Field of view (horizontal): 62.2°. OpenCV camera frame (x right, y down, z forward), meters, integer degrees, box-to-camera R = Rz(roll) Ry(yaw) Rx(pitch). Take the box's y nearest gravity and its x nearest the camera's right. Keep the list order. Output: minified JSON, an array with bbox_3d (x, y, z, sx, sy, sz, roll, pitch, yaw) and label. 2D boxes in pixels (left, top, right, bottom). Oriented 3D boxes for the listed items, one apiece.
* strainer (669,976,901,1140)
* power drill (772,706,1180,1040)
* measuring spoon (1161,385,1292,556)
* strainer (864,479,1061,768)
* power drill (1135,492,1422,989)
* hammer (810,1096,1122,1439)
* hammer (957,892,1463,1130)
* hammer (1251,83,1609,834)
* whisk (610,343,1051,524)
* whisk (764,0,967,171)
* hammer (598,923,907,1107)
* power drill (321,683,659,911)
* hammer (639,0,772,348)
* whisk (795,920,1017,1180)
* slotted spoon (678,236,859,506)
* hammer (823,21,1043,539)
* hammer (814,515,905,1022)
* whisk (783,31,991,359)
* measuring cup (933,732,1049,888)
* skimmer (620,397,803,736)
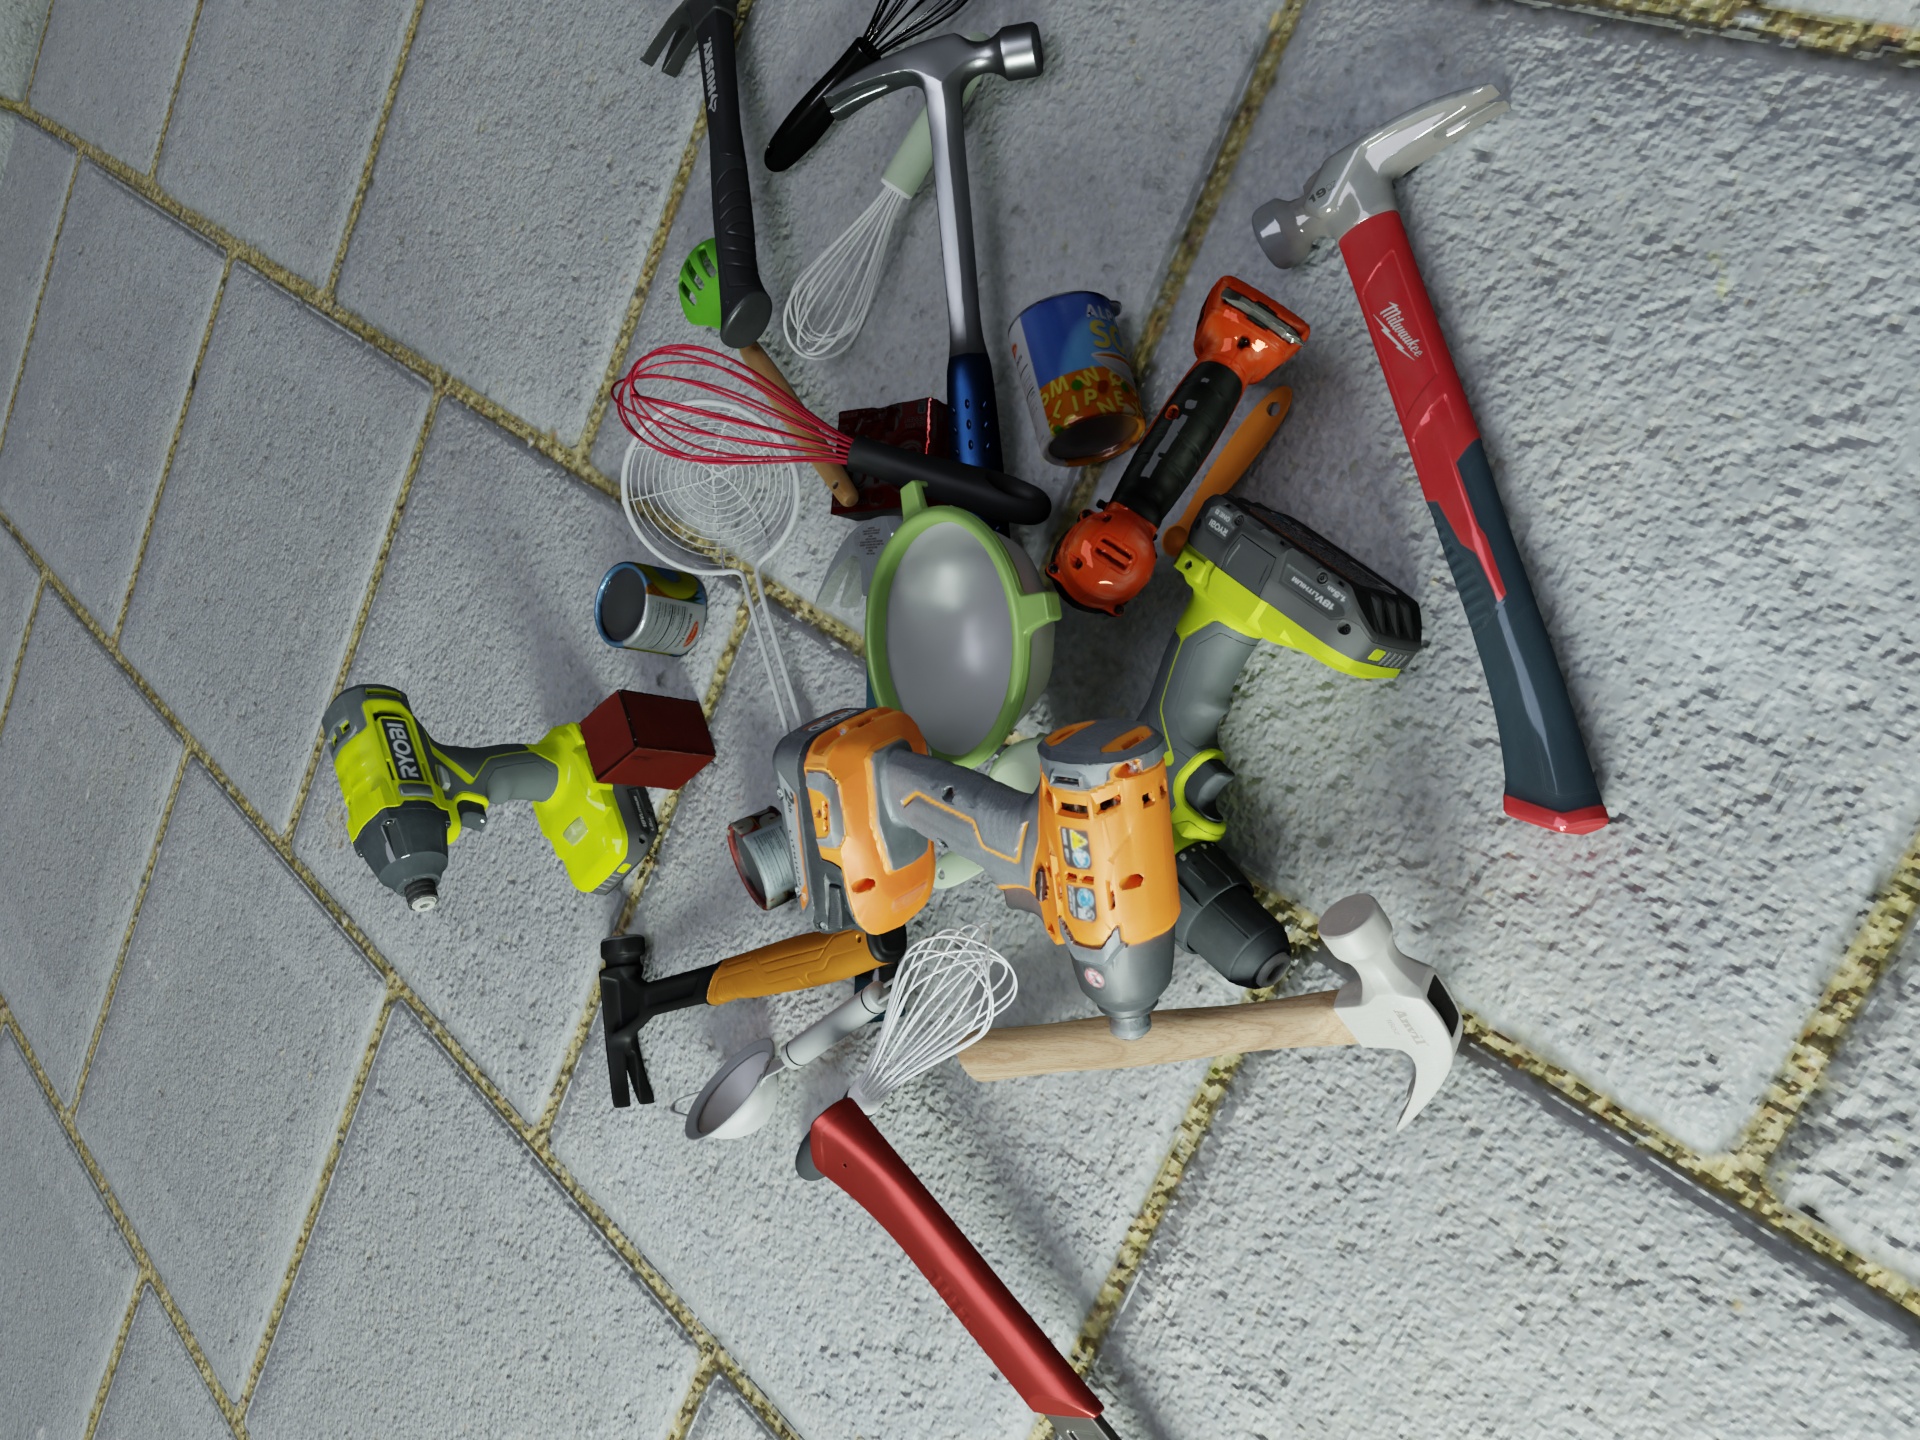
[{"bbox_3d":[-0.112,0.226,1.054,0.050,0.087,0.258,40,131,-12],"label":"strainer"},{"bbox_3d":[0.013,0.076,0.835,0.226,0.084,0.164,6,112,39],"label":"power drill"},{"bbox_3d":[0.155,-0.143,0.918,0.021,0.011,0.117,46,110,33],"label":"measuring spoon"},{"bbox_3d":[-0.001,-0.003,0.940,0.152,0.069,0.256,45,129,41],"label":"strainer"},{"bbox_3d":[0.146,0.013,0.863,0.191,0.080,0.228,43,115,36],"label":"power drill"},{"bbox_3d":[0.041,0.352,0.895,0.359,0.036,0.149,46,115,22],"label":"hammer"},{"bbox_3d":[0.119,0.172,0.863,0.331,0.031,0.130,-19,116,46],"label":"hammer"},{"bbox_3d":[0.264,-0.132,0.805,0.143,0.038,0.387,-25,69,34],"label":"hammer"},{"bbox_3d":[-0.083,-0.172,0.988,0.296,0.073,0.073,19,98,12],"label":"whisk"},{"bbox_3d":[-0.064,-0.469,1.119,0.239,0.055,0.055,-36,63,36],"label":"whisk"},{"bbox_3d":[-0.150,0.183,1.086,0.337,0.034,0.127,-23,70,45],"label":"hammer"},{"bbox_3d":[-0.341,0.064,1.166,0.080,0.223,0.171,-43,60,29],"label":"power drill"},{"bbox_3d":[-0.178,-0.425,1.185,0.146,0.035,0.335,-27,62,41],"label":"hammer"},{"bbox_3d":[-0.044,0.214,0.984,0.070,0.070,0.284,60,137,27],"label":"whisk"},{"bbox_3d":[-0.142,-0.256,1.146,0.070,0.031,0.314,-50,52,24],"label":"slotted spoon"},{"bbox_3d":[-0.002,-0.242,1.020,0.144,0.035,0.405,-6,84,11],"label":"hammer"},{"bbox_3d":[-0.050,0.035,1.025,0.128,0.033,0.331,7,96,53],"label":"hammer"},{"bbox_3d":[-0.047,-0.357,1.090,0.246,0.059,0.058,-57,37,14],"label":"whisk"},{"bbox_3d":[0.019,0.065,0.912,0.167,0.038,0.083,-36,68,44],"label":"measuring cup"},{"bbox_3d":[-0.138,-0.048,1.097,0.127,0.090,0.363,-21,72,6],"label":"skimmer"}]
